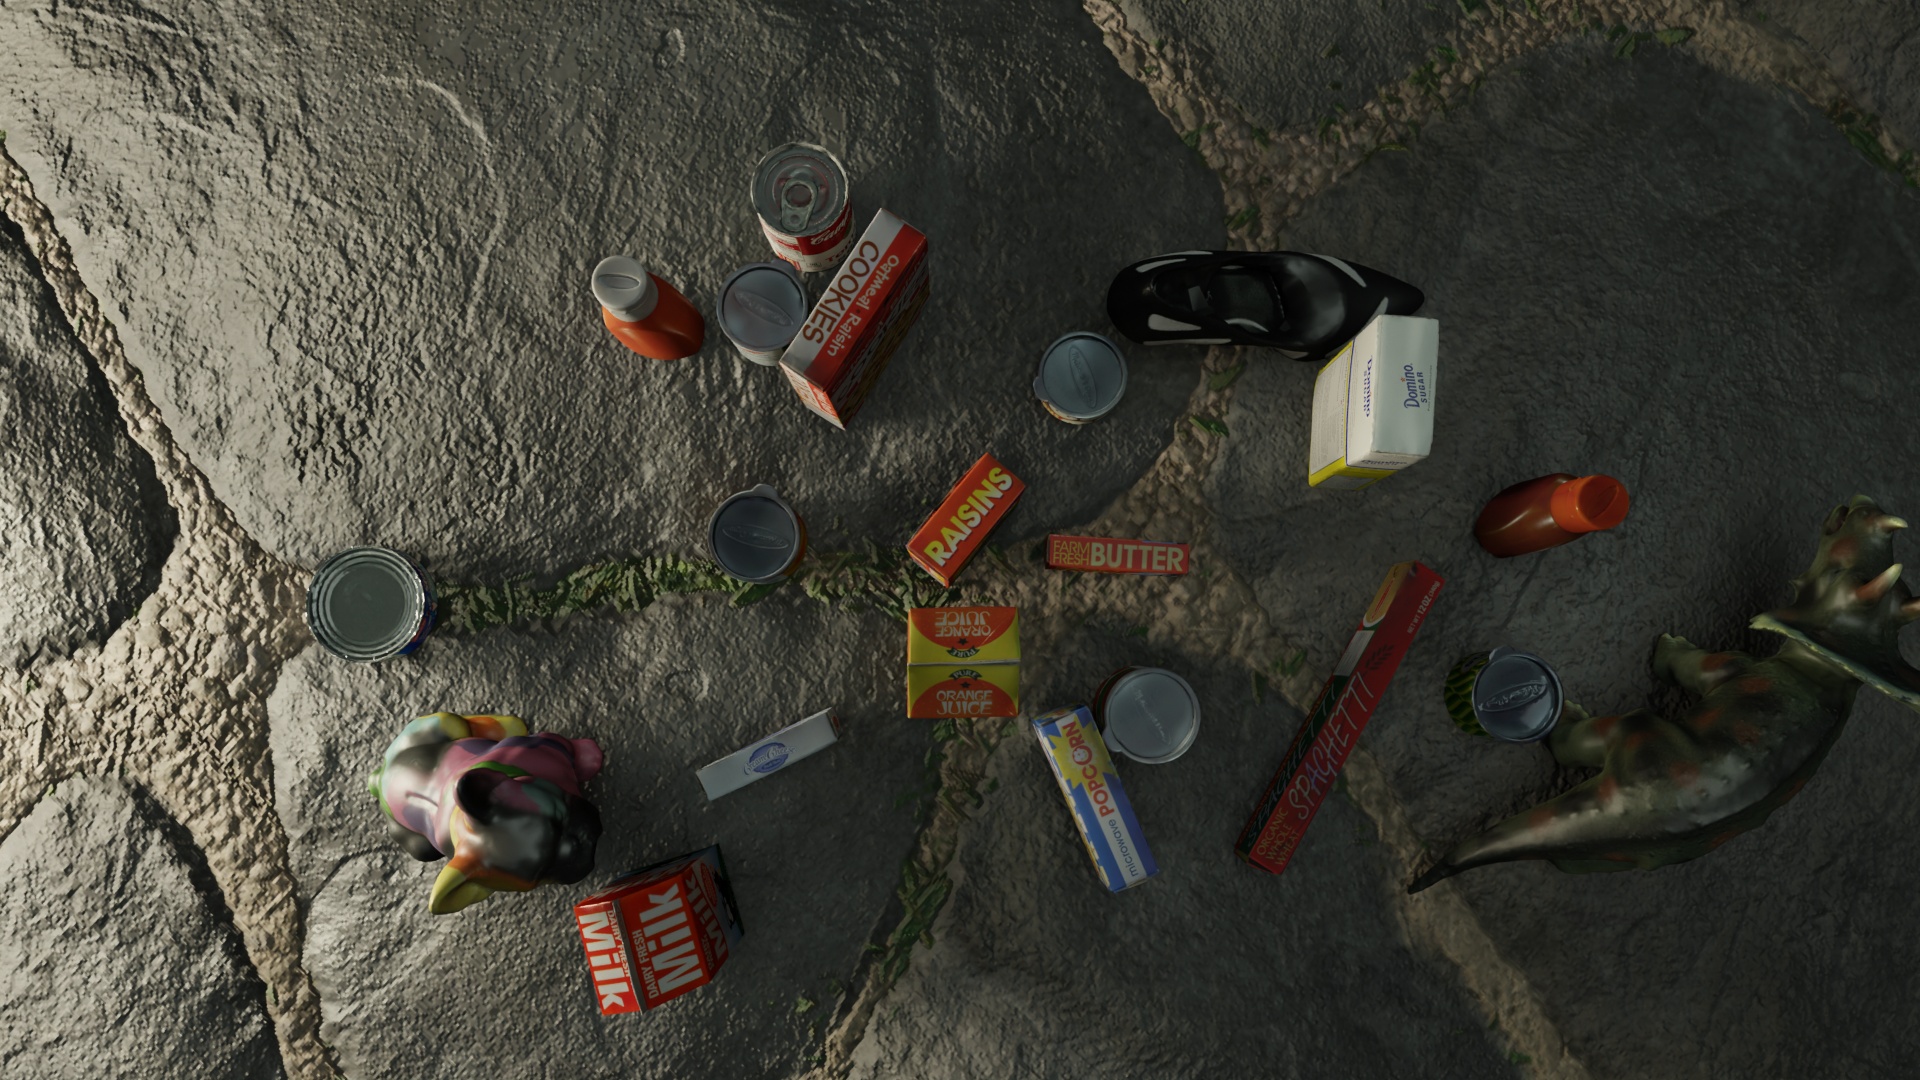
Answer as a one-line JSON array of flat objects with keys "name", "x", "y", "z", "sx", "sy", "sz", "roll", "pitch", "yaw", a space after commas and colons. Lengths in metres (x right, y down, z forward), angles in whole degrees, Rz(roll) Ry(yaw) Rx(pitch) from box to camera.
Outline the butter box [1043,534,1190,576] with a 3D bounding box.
[{"name": "butter box", "x": 0.113, "y": 0.012, "z": 1.018, "sx": 0.103, "sy": 0.053, "sz": 0.024, "roll": 4, "pitch": 86, "yaw": 0}]

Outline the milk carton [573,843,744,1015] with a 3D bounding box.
[{"name": "milk carton", "x": -0.200, "y": 0.258, "z": 0.924, "sx": 0.073, "sy": 0.190, "sz": 0.072, "roll": -17, "pitch": 86, "yaw": -2}]

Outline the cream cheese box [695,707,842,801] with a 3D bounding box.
[{"name": "cream cheese box", "x": -0.136, "y": 0.154, "z": 1.002, "sx": 0.104, "sy": 0.053, "sz": 0.024, "roll": -25, "pitch": 86, "yaw": -3}]

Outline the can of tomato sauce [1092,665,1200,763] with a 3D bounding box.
[{"name": "can of tomato sauce", "x": 0.130, "y": 0.124, "z": 0.993, "sx": 0.071, "sy": 0.083, "sz": 0.071, "roll": 0, "pitch": 86, "yaw": -1}]

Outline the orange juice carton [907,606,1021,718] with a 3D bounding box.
[{"name": "orange juice carton", "x": 0.001, "y": 0.081, "z": 0.940, "sx": 0.072, "sy": 0.192, "sz": 0.073, "roll": 0, "pitch": 86, "yaw": -1}]

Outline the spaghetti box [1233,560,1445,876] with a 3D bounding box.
[{"name": "spaghetti box", "x": 0.275, "y": 0.129, "z": 1.012, "sx": 0.029, "sy": 0.050, "sz": 0.250, "roll": 30, "pitch": 85, "yaw": 2}]

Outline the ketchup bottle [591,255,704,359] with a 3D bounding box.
[{"name": "ketchup bottle", "x": -0.223, "y": -0.163, "z": 0.979, "sx": 0.065, "sy": 0.148, "sz": 0.043, "roll": 5, "pitch": 86, "yaw": 0}]

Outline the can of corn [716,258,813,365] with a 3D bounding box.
[{"name": "can of corn", "x": -0.141, "y": -0.168, "z": 1.026, "sx": 0.071, "sy": 0.058, "sz": 0.071, "roll": 0, "pitch": 86, "yaw": -1}]

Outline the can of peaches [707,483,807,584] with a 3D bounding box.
[{"name": "can of peaches", "x": -0.146, "y": -0.003, "z": 1.013, "sx": 0.071, "sy": 0.058, "sz": 0.071, "roll": 0, "pitch": 86, "yaw": -1}]

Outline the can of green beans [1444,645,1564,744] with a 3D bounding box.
[{"name": "can of green beans", "x": 0.394, "y": 0.113, "z": 1.011, "sx": 0.071, "sy": 0.058, "sz": 0.071, "roll": 0, "pitch": 86, "yaw": -1}]

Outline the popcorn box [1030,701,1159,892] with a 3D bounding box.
[{"name": "popcorn box", "x": 0.094, "y": 0.180, "z": 0.987, "sx": 0.038, "sy": 0.085, "sz": 0.126, "roll": -23, "pitch": 86, "yaw": -2}]

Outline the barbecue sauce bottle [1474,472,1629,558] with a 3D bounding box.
[{"name": "barbecue sauce bottle", "x": 0.417, "y": -0.020, "z": 0.977, "sx": 0.043, "sy": 0.148, "sz": 0.065, "roll": 44, "pitch": 87, "yaw": 2}]

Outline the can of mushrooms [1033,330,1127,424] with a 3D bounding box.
[{"name": "can of mushrooms", "x": 0.088, "y": -0.121, "z": 1.038, "sx": 0.071, "sy": 0.033, "sz": 0.071, "roll": 0, "pitch": 85, "yaw": -1}]

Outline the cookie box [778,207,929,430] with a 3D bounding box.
[{"name": "cookie box", "x": -0.068, "y": -0.149, "z": 0.971, "sx": 0.040, "sy": 0.167, "sz": 0.123, "roll": 32, "pitch": 86, "yaw": 2}]

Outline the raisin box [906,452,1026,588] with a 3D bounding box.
[{"name": "raisin box", "x": 0.004, "y": -0.012, "z": 0.983, "sx": 0.040, "sy": 0.123, "sz": 0.086, "roll": 40, "pitch": 86, "yaw": 2}]
